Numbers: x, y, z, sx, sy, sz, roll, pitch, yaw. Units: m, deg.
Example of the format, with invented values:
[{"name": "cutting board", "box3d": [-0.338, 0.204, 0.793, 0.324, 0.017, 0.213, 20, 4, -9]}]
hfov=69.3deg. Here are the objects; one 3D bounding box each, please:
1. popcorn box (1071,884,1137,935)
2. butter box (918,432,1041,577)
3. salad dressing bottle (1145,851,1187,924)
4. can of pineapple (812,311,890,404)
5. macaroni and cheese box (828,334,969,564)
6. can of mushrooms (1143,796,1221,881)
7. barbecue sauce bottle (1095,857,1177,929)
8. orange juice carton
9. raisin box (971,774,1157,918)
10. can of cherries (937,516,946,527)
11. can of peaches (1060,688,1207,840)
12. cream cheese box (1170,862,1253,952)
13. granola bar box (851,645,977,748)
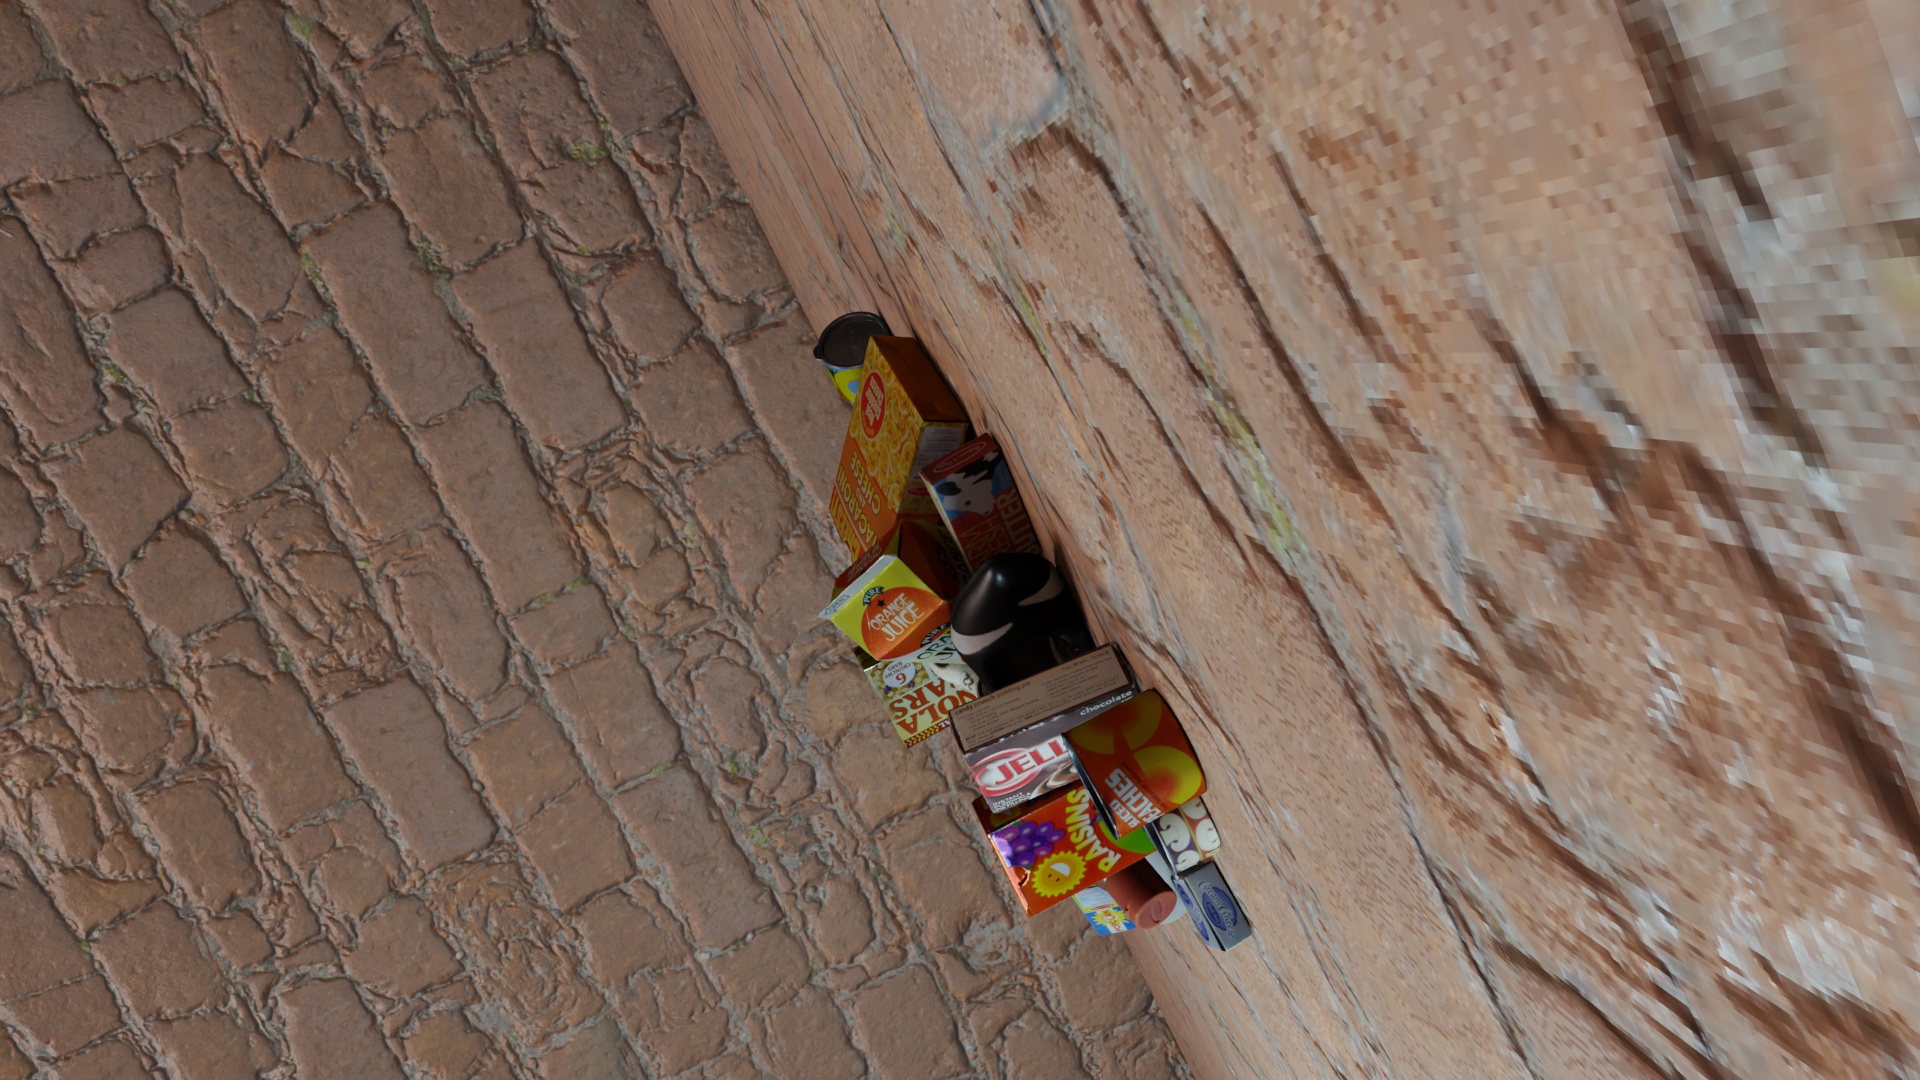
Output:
[{"name": "popcorn box", "box3d": [0.117, 0.248, 1.148, 0.085, 0.038, 0.127, 59, -155, -44]}, {"name": "butter box", "box3d": [0.015, -0.019, 0.935, 0.024, 0.053, 0.103, 54, 172, 49]}, {"name": "salad dressing bottle", "box3d": [0.139, 0.232, 1.090, 0.064, 0.044, 0.147, -102, -11, -68]}, {"name": "can of pineapple", "box3d": [-0.092, -0.165, 1.266, 0.071, 0.071, 0.057, 60, 176, 35]}, {"name": "macaroni and cheese box", "box3d": [-0.053, -0.055, 1.067, 0.124, 0.040, 0.165, -120, 39, -46]}, {"name": "can of mushrooms", "box3d": [0.128, 0.167, 0.839, 0.071, 0.033, 0.071, 62, 176, 9]}, {"name": "barbecue sauce bottle", "box3d": [0.101, 0.221, 1.022, 0.149, 0.044, 0.064, 47, 157, 45]}, {"name": "orange juice carton", "box3d": [-0.018, 0.039, 1.000, 0.193, 0.071, 0.073, 10, -135, -54]}, {"name": "raisin box", "box3d": [0.081, 0.183, 0.916, 0.085, 0.123, 0.040, 65, 176, -31]}, {"name": "can of cherries", "box3d": [0.004, -0.014, 1.097, 0.071, 0.058, 0.071, 63, 176, 9]}, {"name": "can of peaches", "box3d": [0.097, 0.125, 0.771, 0.071, 0.058, 0.071, 62, 176, 9]}, {"name": "cream cheese box", "box3d": [0.167, 0.246, 0.937, 0.053, 0.024, 0.103, 61, 176, 14]}, {"name": "granola bar box", "box3d": [-0.006, 0.118, 1.354, 0.039, 0.166, 0.123, 57, 173, 50]}]
